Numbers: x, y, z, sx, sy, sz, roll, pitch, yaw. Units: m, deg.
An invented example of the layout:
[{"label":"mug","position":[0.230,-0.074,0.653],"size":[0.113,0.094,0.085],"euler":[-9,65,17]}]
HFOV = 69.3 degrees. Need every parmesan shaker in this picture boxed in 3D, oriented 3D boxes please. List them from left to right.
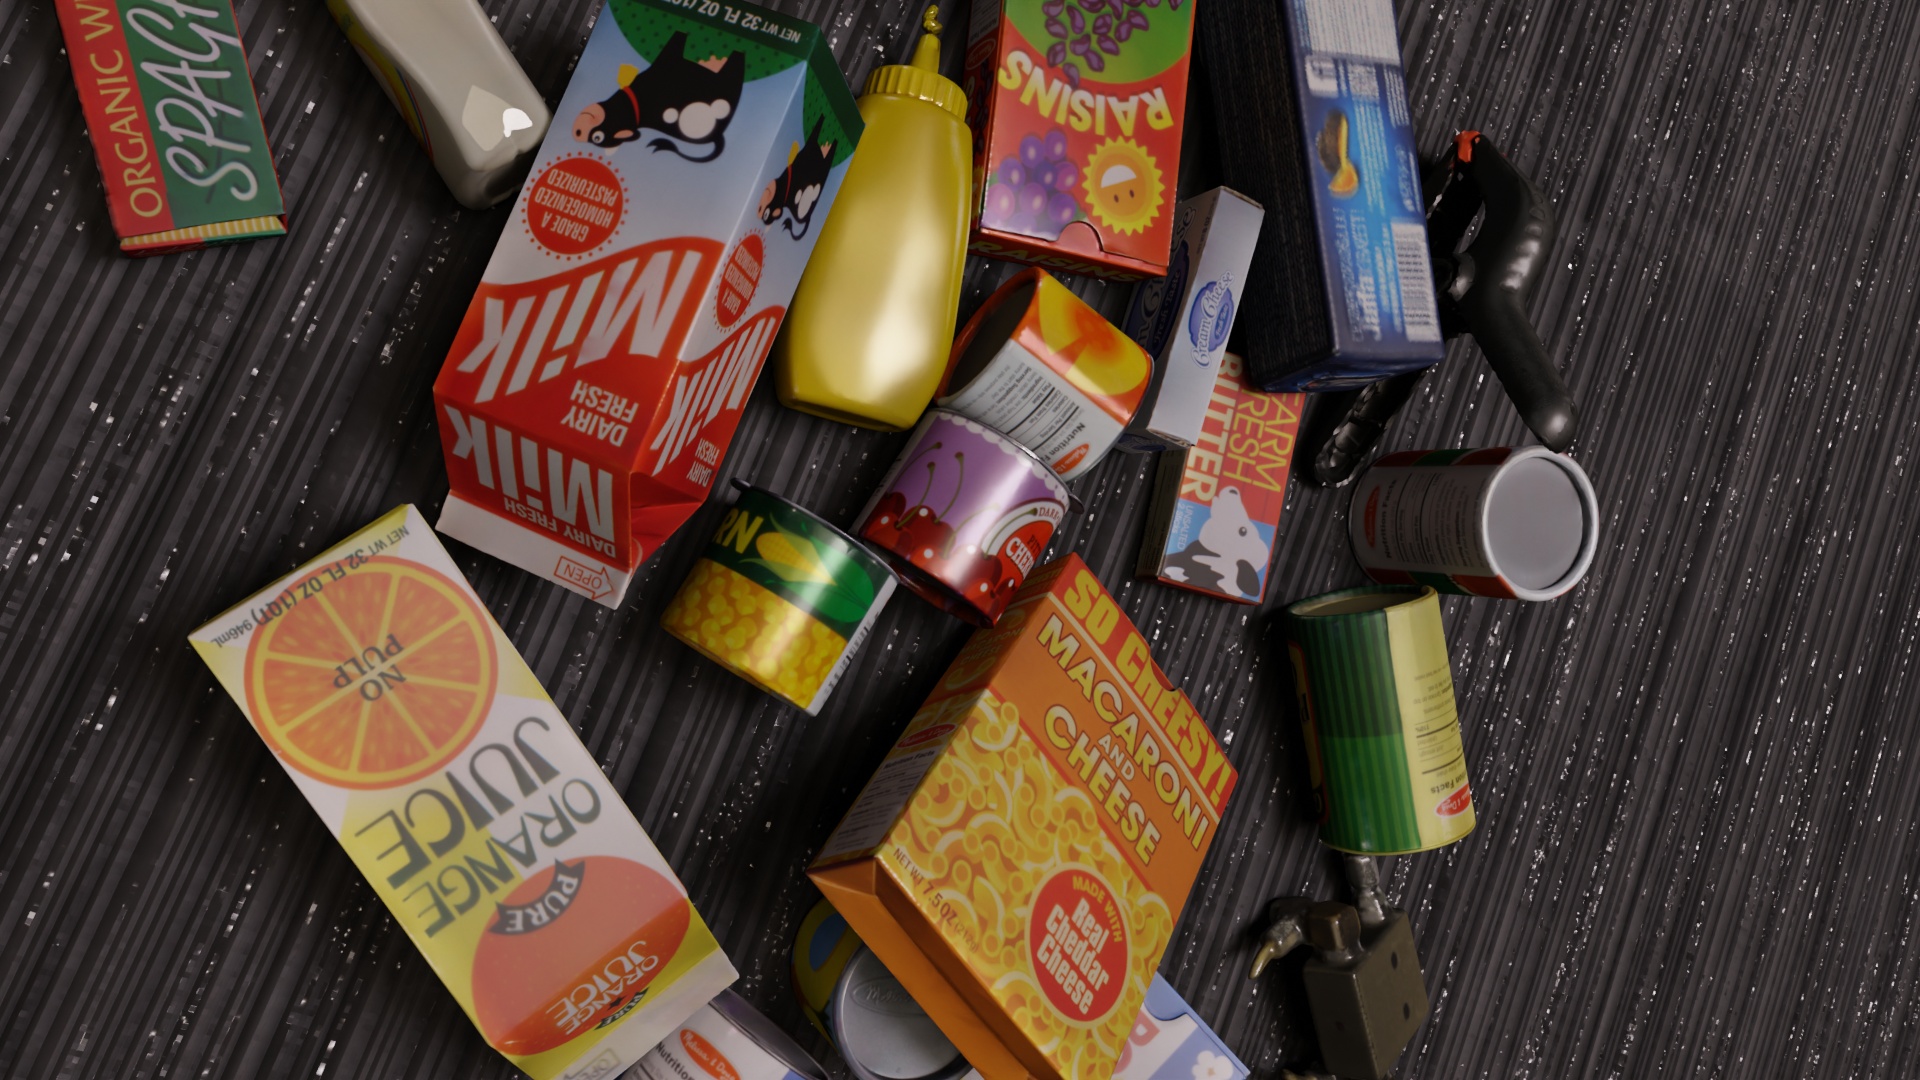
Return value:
[{"label":"parmesan shaker","position":[0.182,0.075,0.602],"size":[0.071,0.071,0.103],"euler":[-13,95,-22]}]

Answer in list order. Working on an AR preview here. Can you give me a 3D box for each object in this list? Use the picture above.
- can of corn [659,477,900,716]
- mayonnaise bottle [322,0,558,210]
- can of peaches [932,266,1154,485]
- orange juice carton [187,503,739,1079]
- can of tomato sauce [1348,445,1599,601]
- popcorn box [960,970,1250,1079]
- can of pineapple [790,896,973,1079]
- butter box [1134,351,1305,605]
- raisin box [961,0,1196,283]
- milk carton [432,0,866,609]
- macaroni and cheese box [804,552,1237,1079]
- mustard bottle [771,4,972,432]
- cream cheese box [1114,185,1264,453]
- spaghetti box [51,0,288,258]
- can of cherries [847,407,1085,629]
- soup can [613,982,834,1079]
[{"label":"can of corn","position":[-0.067,0.021,0.495],"size":[0.071,0.071,0.058],"euler":[35,78,-20]},{"label":"mayonnaise bottle","position":[-0.186,-0.181,0.446],"size":[0.041,0.064,0.148],"euler":[-37,100,-17]},{"label":"can of peaches","position":[0.031,-0.064,0.537],"size":[0.058,0.071,0.071],"euler":[35,78,-19]},{"label":"orange juice carton","position":[-0.152,0.088,0.446],"size":[0.072,0.073,0.192],"euler":[-35,98,-19]},{"label":"can of tomato sauce","position":[0.225,-0.008,0.609],"size":[0.071,0.083,0.071],"euler":[0,91,-23]},{"label":"popcorn box","position":[0.035,0.219,0.536],"size":[0.127,0.038,0.085],"euler":[-40,75,-18]},{"label":"can of pineapple","position":[-0.025,0.165,0.517],"size":[0.071,0.058,0.071],"euler":[0,91,-23]},{"label":"butter box","position":[0.112,-0.028,0.593],"size":[0.053,0.024,0.103],"euler":[15,84,-22]},{"label":"raisin box","position":[0.045,-0.172,0.555],"size":[0.086,0.040,0.123],"euler":[7,88,-24]},{"label":"milk carton","position":[-0.105,-0.078,0.457],"size":[0.072,0.073,0.190],"euler":[22,86,10]},{"label":"macaroni and cheese box","position":[0.034,0.102,0.512],"size":[0.123,0.040,0.167],"euler":[53,44,-15]},{"label":"mustard bottle","position":[-0.026,-0.123,0.520],"size":[0.065,0.049,0.160],"euler":[15,84,-18]},{"label":"cream cheese box","position":[0.087,-0.088,0.566],"size":[0.024,0.053,0.104],"euler":[20,83,-20]},{"label":"spaghetti box","position":[-0.264,-0.213,0.428],"size":[0.050,0.028,0.249],"euler":[-15,96,-22]},{"label":"can of cherries","position":[0.002,-0.007,0.521],"size":[0.071,0.071,0.058],"euler":[37,77,-19]},{"label":"soup can","position":[-0.094,0.206,0.486],"size":[0.071,0.071,0.084],"euler":[42,76,-18]}]
